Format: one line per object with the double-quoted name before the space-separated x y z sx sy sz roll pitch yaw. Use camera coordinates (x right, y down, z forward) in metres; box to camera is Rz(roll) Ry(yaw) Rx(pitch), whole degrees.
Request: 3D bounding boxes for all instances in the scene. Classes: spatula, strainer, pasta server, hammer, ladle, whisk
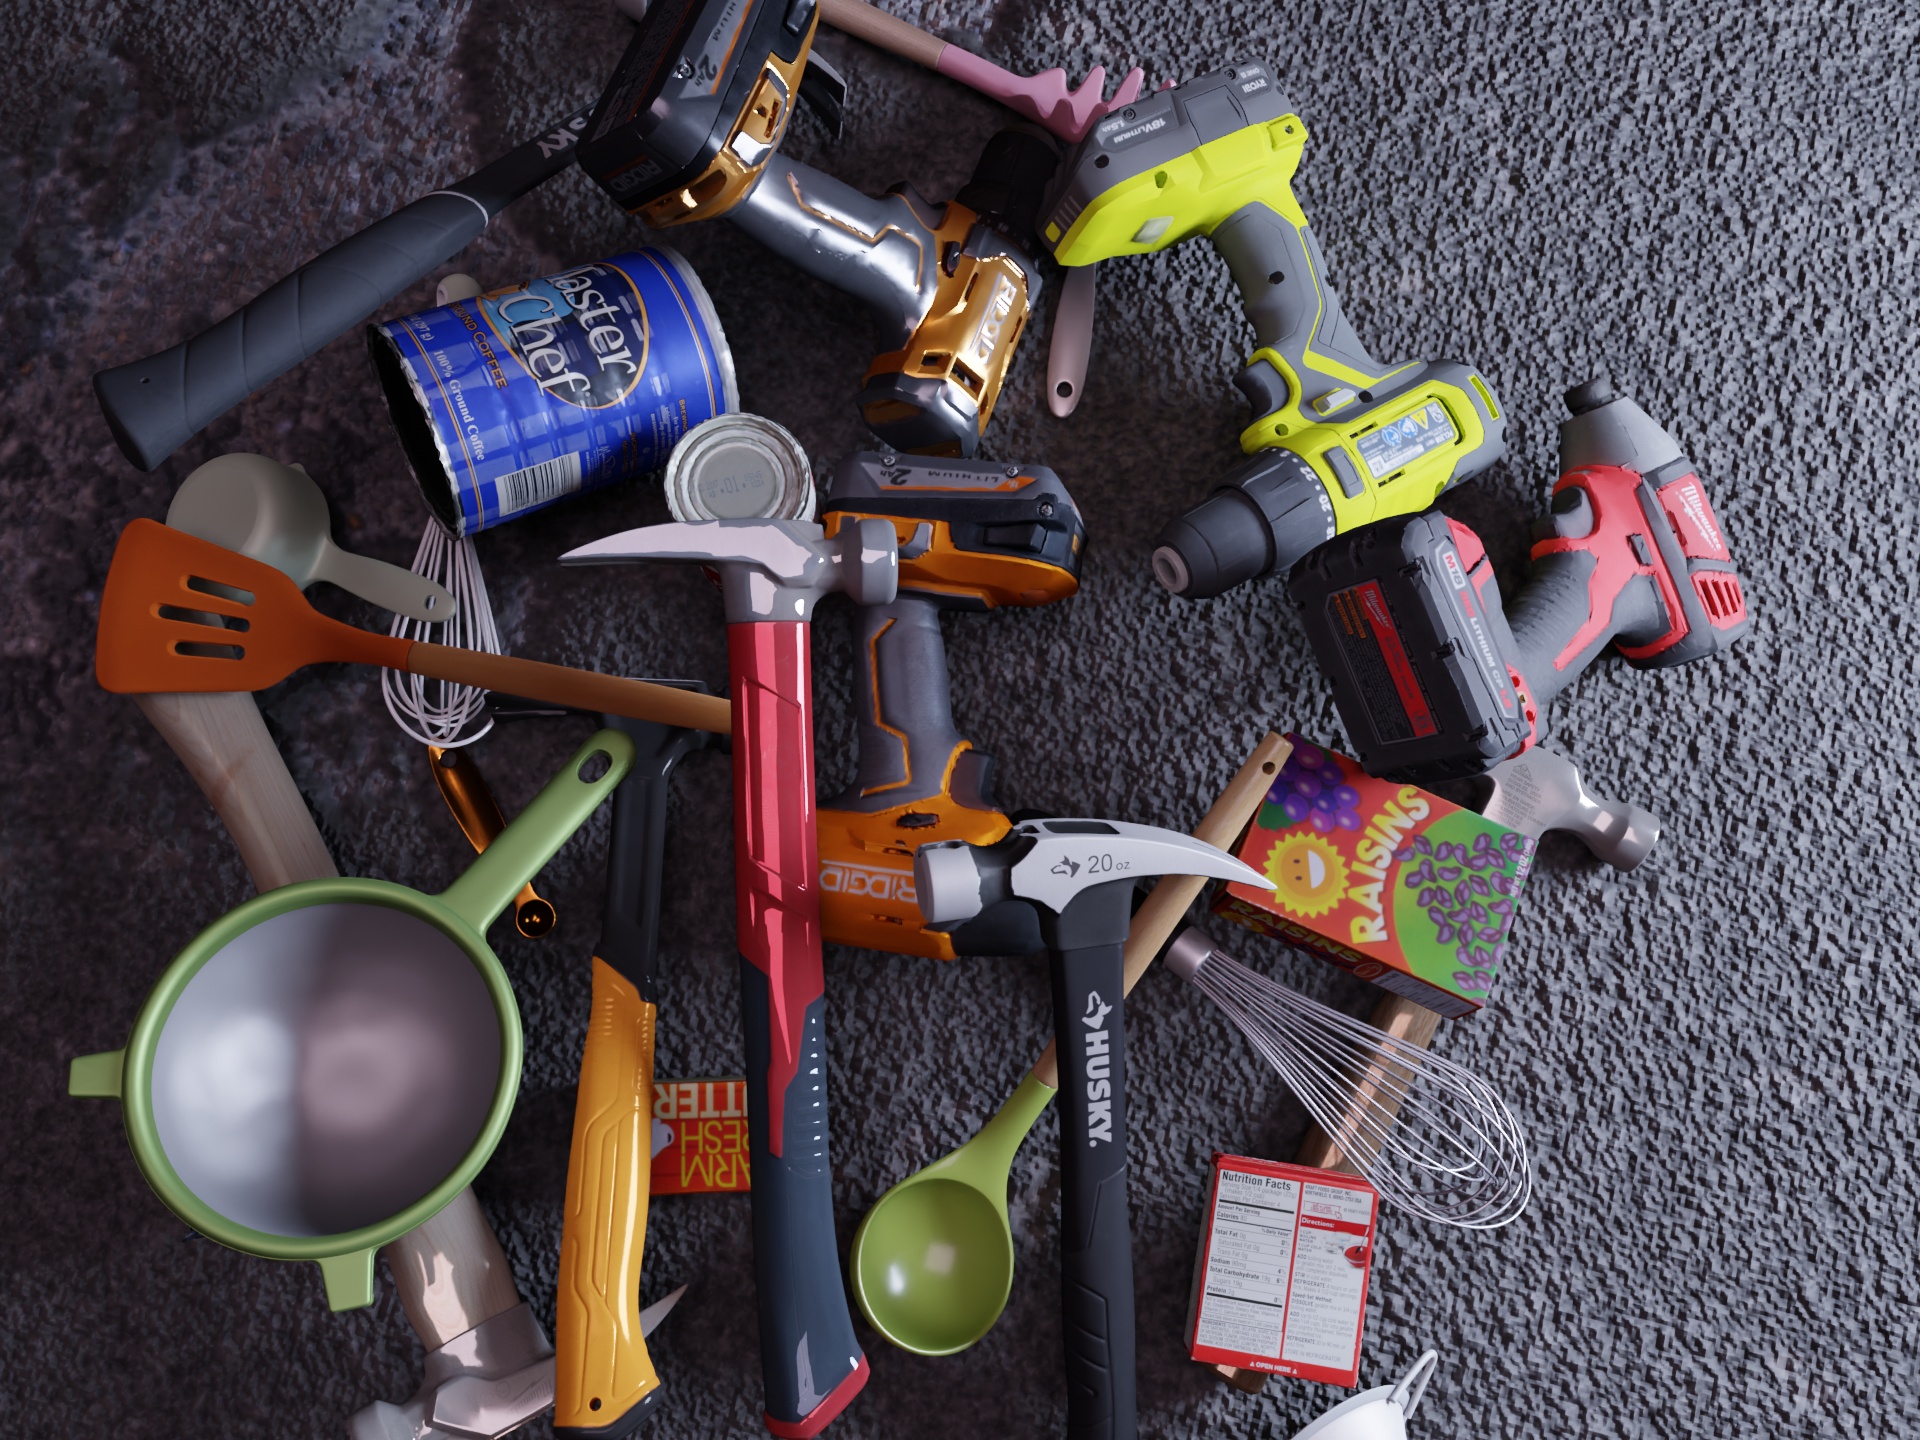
"spatula" -0.229 -0.024 0.720 0.322 0.041 0.081 10 89 7
"strainer" -0.225 0.108 0.677 0.151 0.069 0.256 36 65 6
"pasta server" -0.031 -0.365 0.830 0.316 0.040 0.060 27 45 6
"hammer" 0.199 0.157 0.750 0.130 0.031 0.331 29 82 4
"hammer" -0.159 0.137 0.706 0.127 0.034 0.337 1 66 -7
"hammer" -0.272 0.119 0.724 0.146 0.038 0.411 -23 74 -25
"ladle" 0.054 0.143 0.700 0.078 0.062 0.320 31 99 -14
"hammer" -0.210 -0.233 0.715 0.149 0.036 0.409 31 55 12
"hammer" 0.063 0.203 0.682 0.146 0.035 0.334 -6 103 -13
"strainer" 0.112 0.366 0.703 0.258 0.086 0.050 -33 44 5
"whisk" -0.252 -0.107 0.790 0.059 0.058 0.246 7 76 -34
"hammer" -0.092 0.108 0.677 0.143 0.038 0.386 -2 89 -8
"whisk" 0.129 0.127 0.720 0.285 0.070 0.070 36 83 22

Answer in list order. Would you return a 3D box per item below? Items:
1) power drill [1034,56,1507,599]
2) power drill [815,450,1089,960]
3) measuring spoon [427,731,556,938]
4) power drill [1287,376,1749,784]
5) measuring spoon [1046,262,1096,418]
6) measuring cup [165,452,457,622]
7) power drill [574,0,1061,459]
"power drill" 0.133 -0.180 0.758 0.190 0.080 0.228 -28 87 -20
"power drill" -0.001 -0.002 0.740 0.164 0.084 0.226 7 83 15
"measuring spoon" -0.230 0.056 0.779 0.021 0.011 0.117 -31 79 -4
"power drill" 0.263 -0.068 0.726 0.219 0.078 0.143 -24 93 -29
"measuring spoon" 0.060 -0.216 0.816 0.034 0.018 0.124 8 82 1
"measuring cup" -0.312 -0.080 0.759 0.168 0.038 0.083 20 85 23
"power drill" -0.045 -0.255 0.744 0.226 0.084 0.185 35 67 -36
